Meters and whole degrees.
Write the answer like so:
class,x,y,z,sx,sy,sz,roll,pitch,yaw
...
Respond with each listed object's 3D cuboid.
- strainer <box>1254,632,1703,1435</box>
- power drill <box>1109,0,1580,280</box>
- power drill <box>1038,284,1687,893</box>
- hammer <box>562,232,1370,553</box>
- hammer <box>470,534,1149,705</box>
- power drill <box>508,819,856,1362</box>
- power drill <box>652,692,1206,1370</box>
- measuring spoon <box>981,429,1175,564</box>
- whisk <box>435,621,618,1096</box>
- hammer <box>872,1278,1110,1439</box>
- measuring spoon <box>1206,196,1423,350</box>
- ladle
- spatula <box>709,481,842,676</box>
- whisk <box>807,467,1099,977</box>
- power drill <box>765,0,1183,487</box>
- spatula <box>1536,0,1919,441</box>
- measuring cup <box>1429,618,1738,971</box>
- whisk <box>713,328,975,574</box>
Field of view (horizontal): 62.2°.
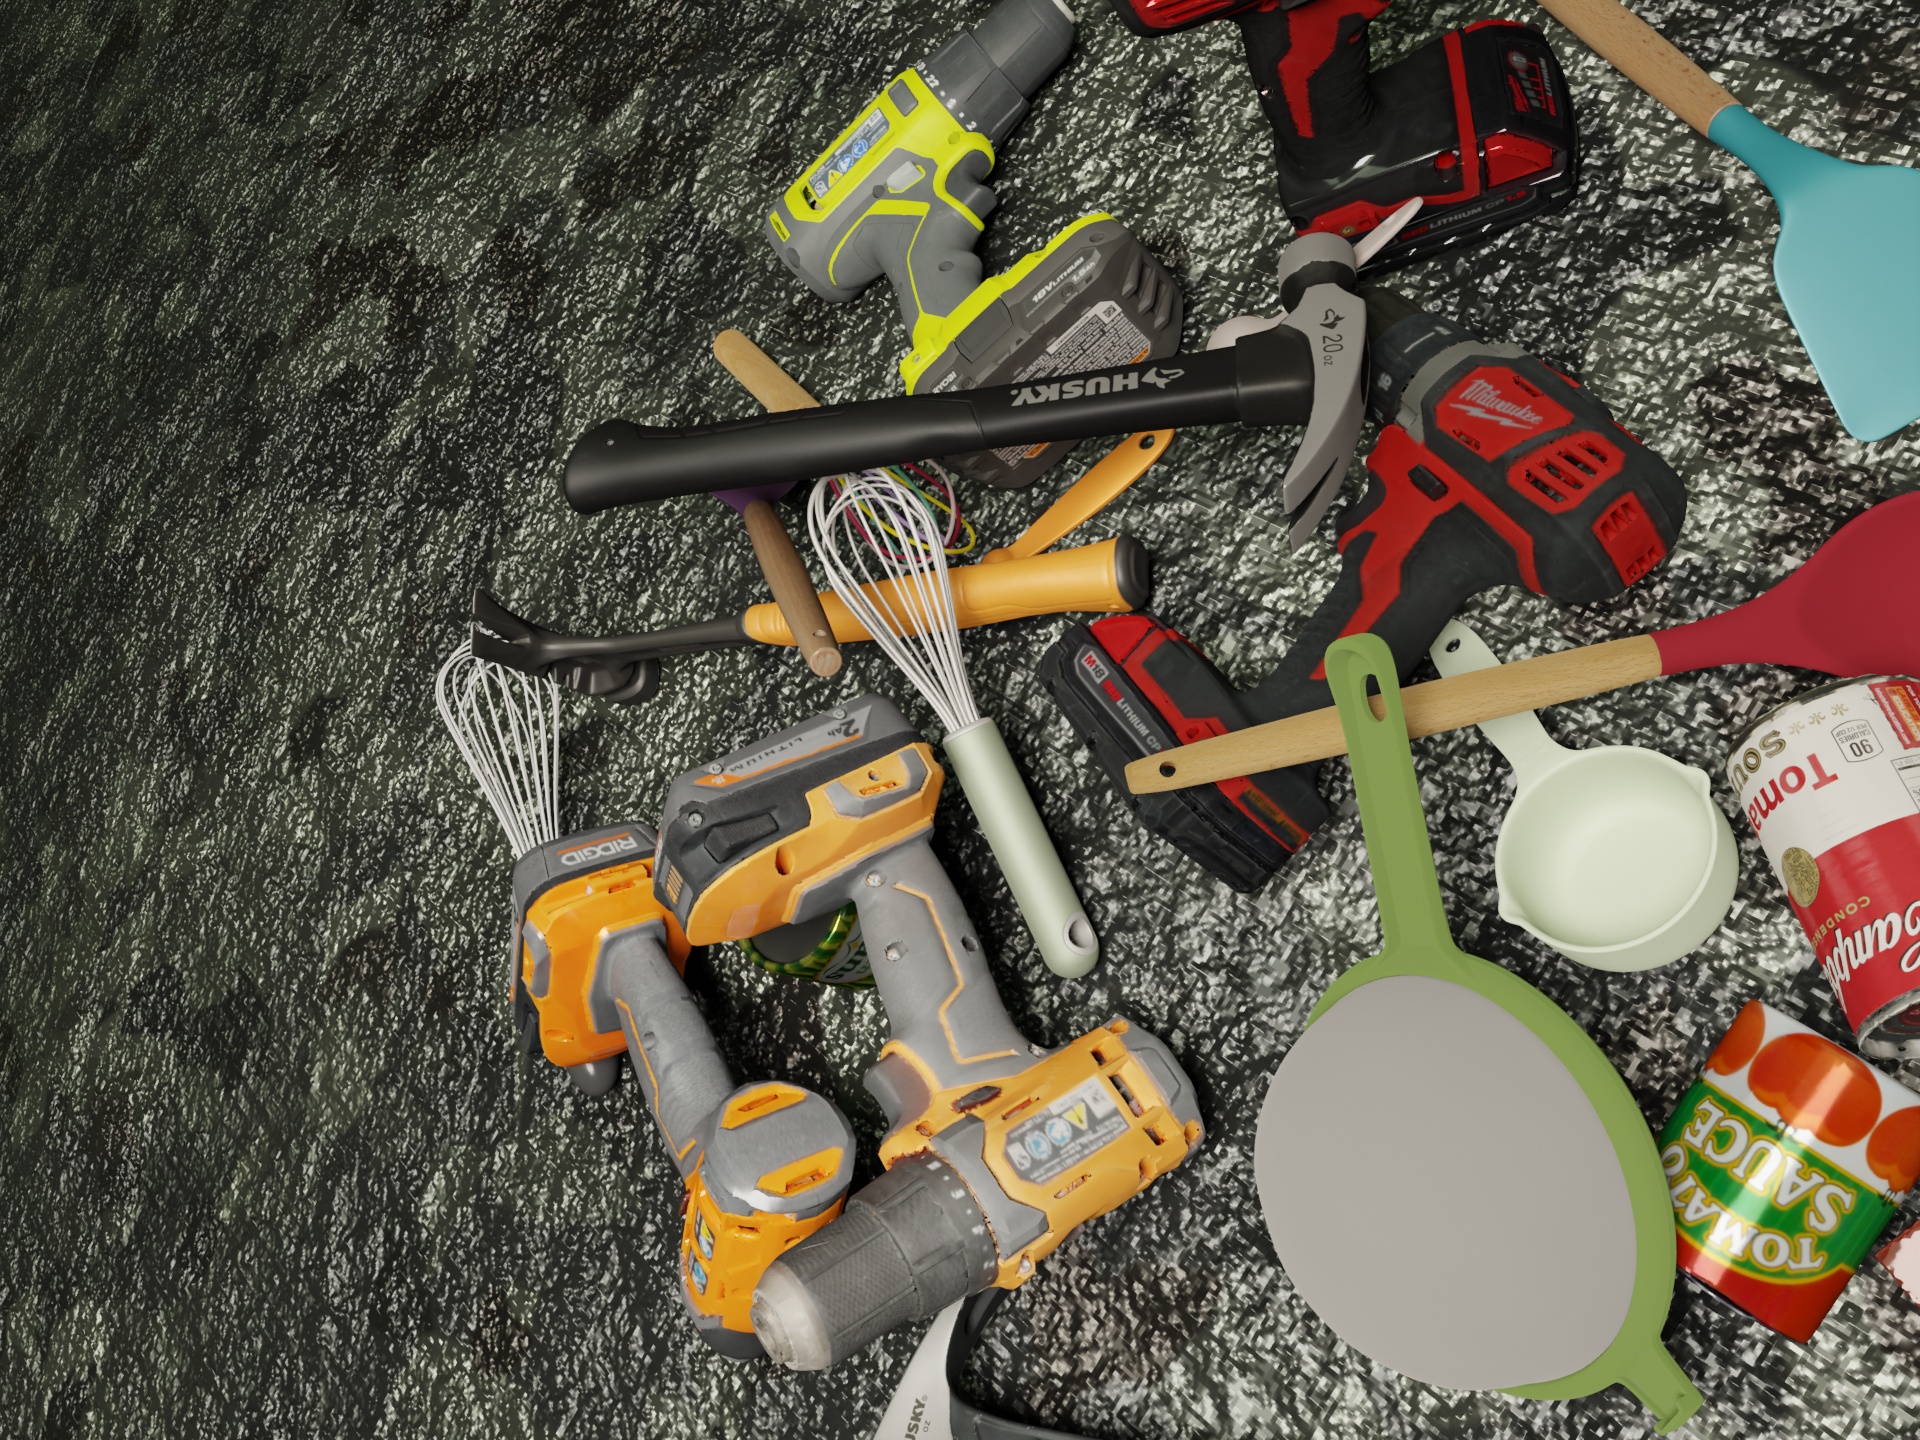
class,x,y,z,sx,sy,sz,roll,pitch,yaw
strainer,0.134,0.102,0.511,0.151,0.069,0.256,-8,94,58
power drill,0.156,-0.266,0.602,0.143,0.219,0.079,-14,67,30
power drill,0.142,-0.064,0.634,0.226,0.080,0.188,-43,45,11
hammer,-0.006,-0.116,0.643,0.335,0.035,0.146,-5,51,15
hammer,-0.073,-0.051,0.764,0.337,0.127,0.034,-6,75,26
power drill,-0.129,0.173,0.720,0.227,0.084,0.164,49,140,36
power drill,-0.038,0.117,0.616,0.226,0.185,0.084,54,149,19
measuring spoon,0.053,-0.103,0.749,0.117,0.011,0.021,-39,57,18
whisk,-0.229,0.067,0.859,0.070,0.070,0.285,-32,63,22
hammer,0.151,0.266,0.528,0.409,0.036,0.149,-3,47,28
measuring spoon,0.146,-0.186,0.677,0.124,0.018,0.034,-36,19,48
ladle,0.211,-0.015,0.543,0.315,0.031,0.069,-14,78,7
spatula,-0.089,-0.089,0.746,0.316,0.059,0.018,-120,27,-61
whisk,-0.001,-0.002,0.684,0.059,0.058,0.246,-29,85,50
power drill,0.013,-0.245,0.785,0.190,0.080,0.229,-40,54,17
spatula,0.288,-0.243,0.631,0.082,0.044,0.318,-39,52,18
measuring cup,0.220,0.021,0.587,0.083,0.038,0.168,-41,39,19
whisk,-0.067,-0.146,0.833,0.047,0.051,0.245,-28,48,-17
